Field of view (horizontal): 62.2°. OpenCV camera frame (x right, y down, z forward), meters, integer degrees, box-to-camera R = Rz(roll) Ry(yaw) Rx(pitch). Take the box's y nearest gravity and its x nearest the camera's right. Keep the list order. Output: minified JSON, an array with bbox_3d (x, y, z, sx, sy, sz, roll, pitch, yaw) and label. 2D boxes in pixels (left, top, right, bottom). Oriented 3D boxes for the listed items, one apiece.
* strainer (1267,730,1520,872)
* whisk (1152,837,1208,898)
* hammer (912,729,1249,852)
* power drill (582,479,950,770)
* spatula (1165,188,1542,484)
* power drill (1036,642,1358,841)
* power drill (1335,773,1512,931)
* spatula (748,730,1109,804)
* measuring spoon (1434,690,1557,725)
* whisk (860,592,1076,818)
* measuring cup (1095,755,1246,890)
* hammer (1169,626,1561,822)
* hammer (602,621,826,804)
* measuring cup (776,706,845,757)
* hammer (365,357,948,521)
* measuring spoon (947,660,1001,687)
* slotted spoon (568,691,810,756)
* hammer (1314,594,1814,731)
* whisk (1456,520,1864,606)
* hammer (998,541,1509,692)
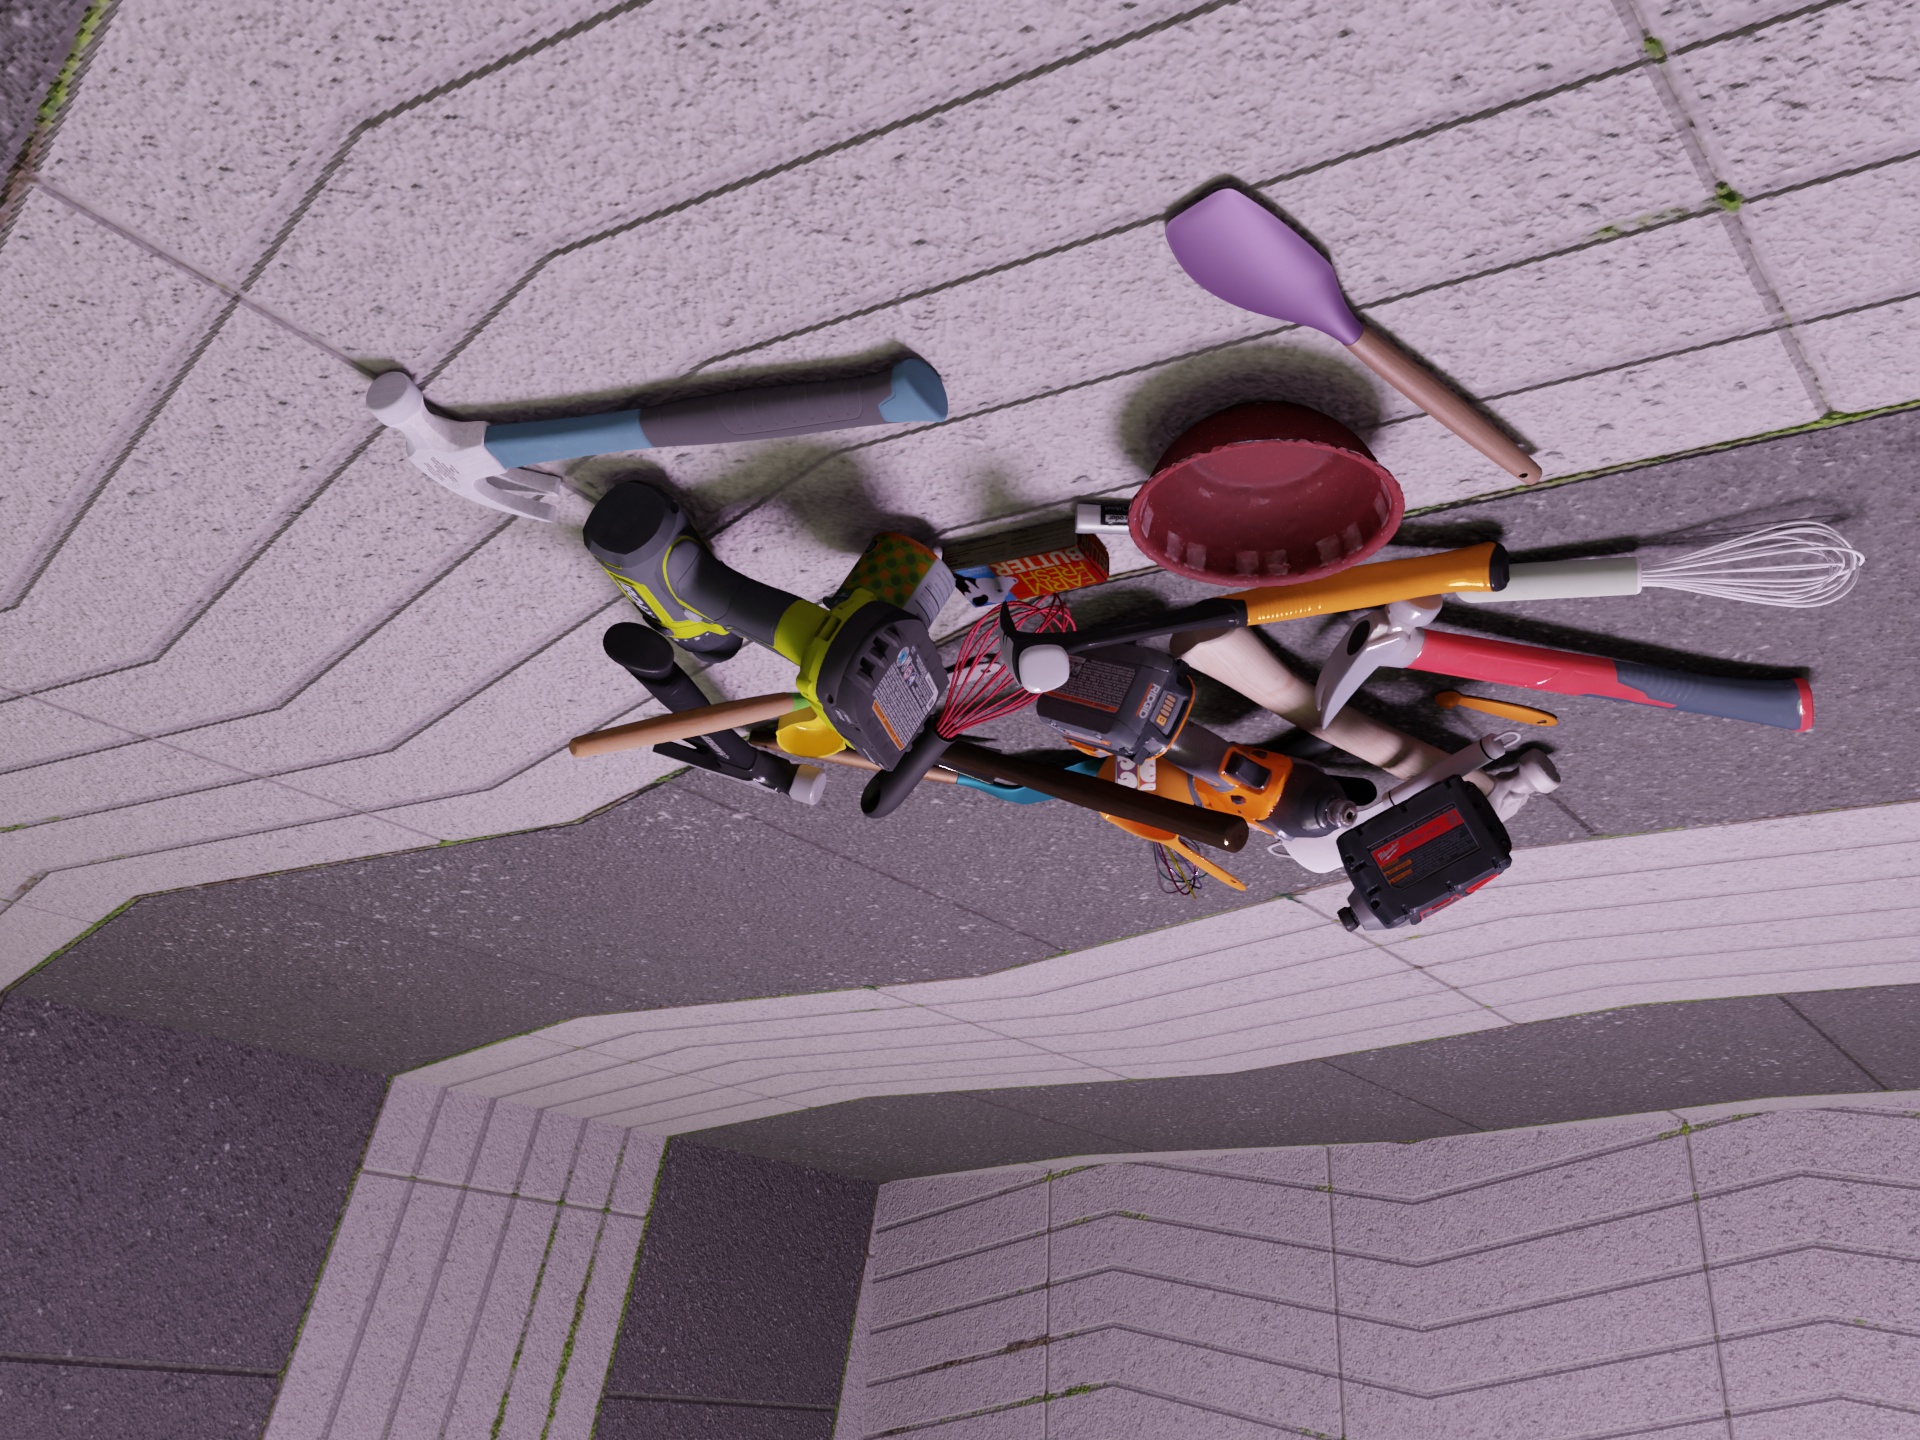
[{"bbox_3d":[0.341,0.069,1.278,0.086,0.050,0.258,34,134,-19],"label":"strainer"},{"bbox_3d":[0.197,0.116,1.533,0.051,0.047,0.244,-5,151,20],"label":"whisk"},{"bbox_3d":[0.078,0.050,1.262,0.331,0.031,0.130,15,177,36],"label":"hammer"},{"bbox_3d":[-0.126,-0.057,1.056,0.229,0.080,0.190,27,165,21],"label":"power drill"},{"bbox_3d":[0.227,-0.198,0.867,0.315,0.018,0.060,23,149,-35],"label":"spatula"},{"bbox_3d":[0.186,0.023,1.194,0.226,0.084,0.164,30,174,-31],"label":"power drill"},{"bbox_3d":[0.363,0.119,1.266,0.143,0.079,0.219,-30,161,8],"label":"power drill"},{"bbox_3d":[-0.028,0.035,1.403,0.317,0.044,0.082,11,153,-6],"label":"spatula"},{"bbox_3d":[0.431,-0.006,1.276,0.116,0.011,0.021,12,154,-19],"label":"measuring spoon"},{"bbox_3d":[-0.002,-0.004,1.202,0.073,0.073,0.295,16,140,-26],"label":"whisk"},{"bbox_3d":[0.193,0.084,1.387,0.173,0.052,0.095,35,159,-16],"label":"measuring cup"},{"bbox_3d":[0.308,0.015,1.270,0.410,0.038,0.146,24,130,-35],"label":"hammer"},{"bbox_3d":[-0.205,-0.006,1.213,0.146,0.035,0.334,17,166,12],"label":"hammer"},{"bbox_3d":[-0.103,-0.021,1.295,0.062,0.029,0.156,14,141,-22],"label":"measuring cup"},{"bbox_3d":[-0.172,-0.175,0.939,0.331,0.033,0.128,-4,154,14],"label":"hammer"},{"bbox_3d":[-0.014,-0.025,1.269,0.034,0.018,0.124,24,150,-39],"label":"measuring spoon"},{"bbox_3d":[-0.142,-0.009,1.138,0.070,0.031,0.313,11,-163,43],"label":"slotted spoon"},{"bbox_3d":[0.457,-0.023,1.178,0.386,0.038,0.143,8,141,-16],"label":"hammer"},{"bbox_3d":[0.451,-0.095,1.040,0.246,0.058,0.059,-2,164,21],"label":"whisk"},{"bbox_3d":[0.192,-0.075,1.040,0.337,0.034,0.127,-10,-162,-4],"label":"hammer"}]
